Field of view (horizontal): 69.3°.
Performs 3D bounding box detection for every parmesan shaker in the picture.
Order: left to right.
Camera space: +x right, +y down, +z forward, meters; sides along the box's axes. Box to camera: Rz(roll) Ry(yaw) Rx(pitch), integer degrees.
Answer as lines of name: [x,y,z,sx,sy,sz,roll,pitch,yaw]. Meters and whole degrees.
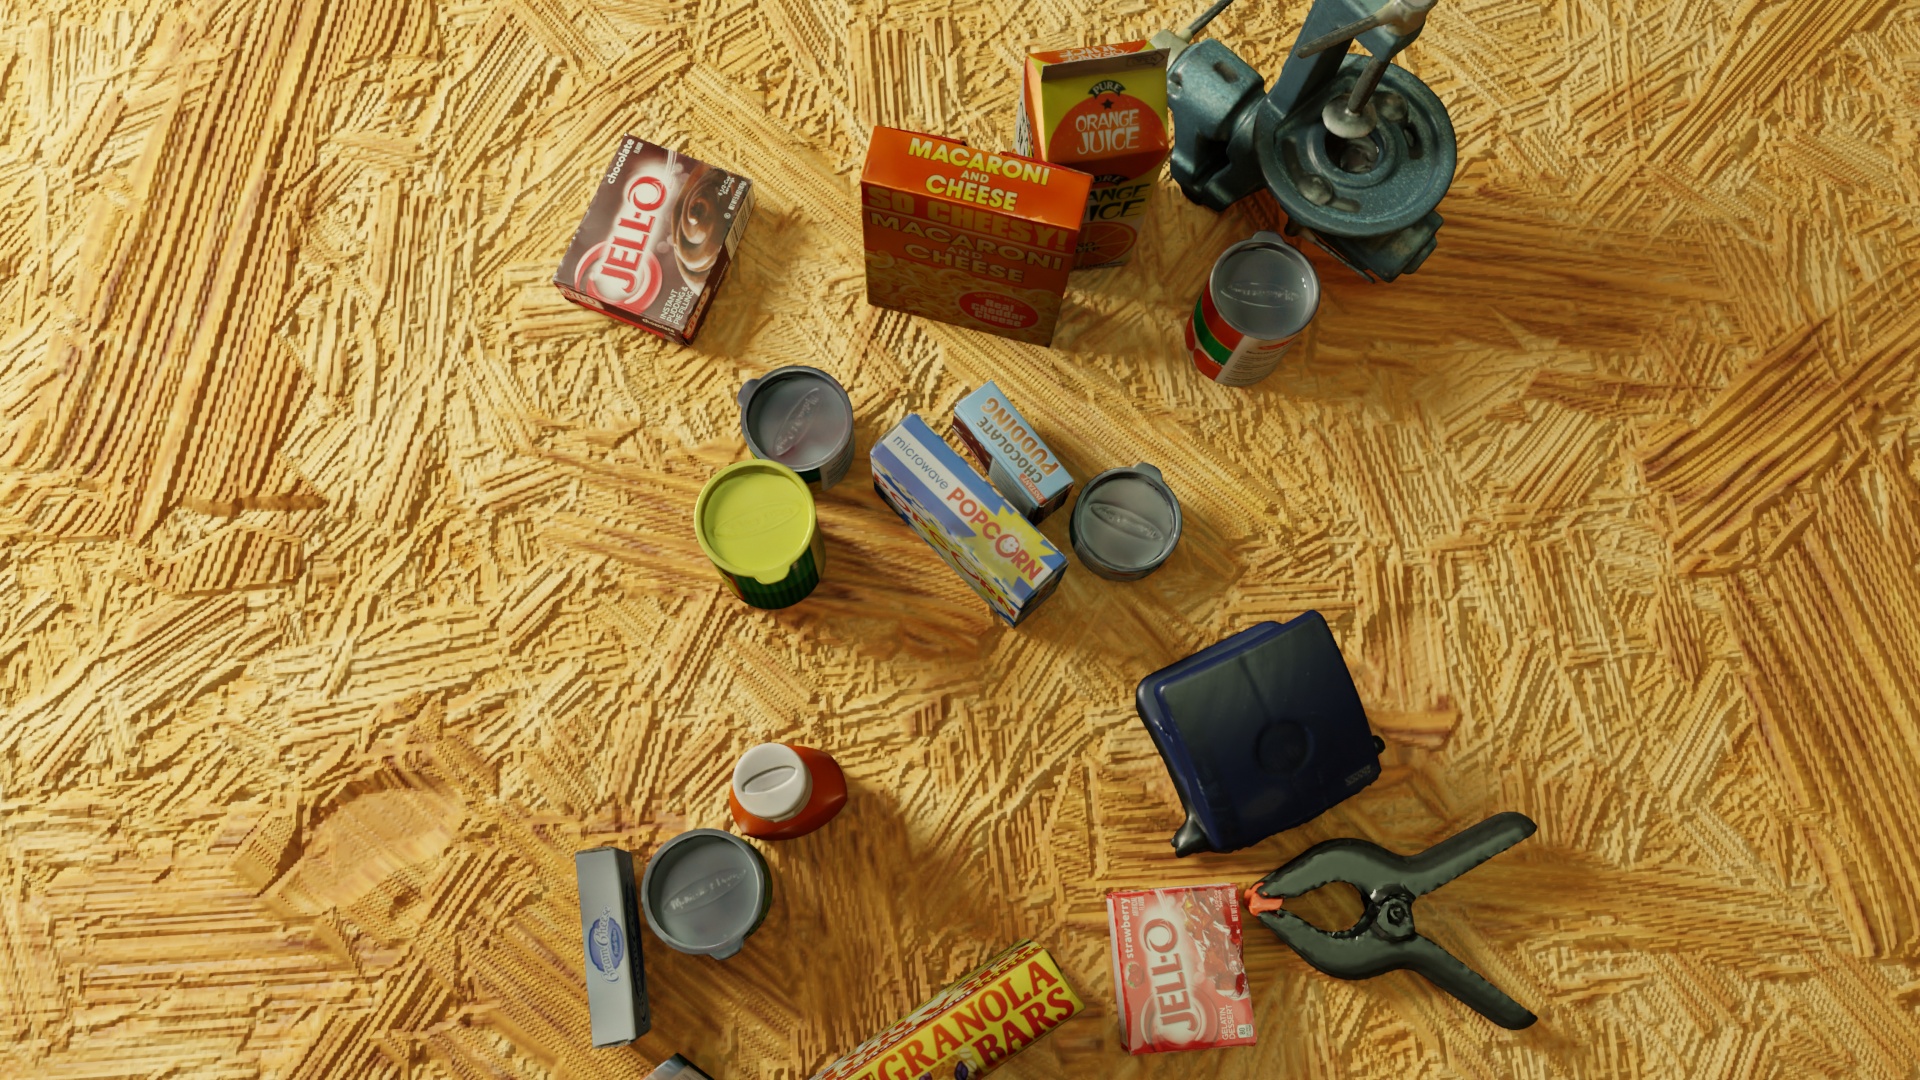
parmesan shaker: [-0.113,0.002,0.802,0.071,0.103,0.071,1,76,-2]

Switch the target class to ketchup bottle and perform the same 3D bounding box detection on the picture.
ketchup bottle: [-0.095,0.135,0.744,0.065,0.148,0.043,-21,78,-7]

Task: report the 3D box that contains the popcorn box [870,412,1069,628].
popcorn box: [0.003,-0.010,0.820,0.127,0.085,0.038,44,78,8]

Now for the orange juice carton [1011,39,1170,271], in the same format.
orange juice carton: [0.074,-0.232,0.825,0.072,0.192,0.073,-8,76,-4]

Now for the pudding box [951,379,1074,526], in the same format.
pudding box: [0.031,-0.053,0.850,0.030,0.049,0.084,-37,80,-10]

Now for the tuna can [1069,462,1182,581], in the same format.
tuna can: [0.101,-0.011,0.851,0.071,0.032,0.071,1,75,-2]

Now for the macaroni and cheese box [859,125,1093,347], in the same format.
macaroni and cheese box: [0.005,-0.176,0.821,0.124,0.166,0.040,13,76,1]

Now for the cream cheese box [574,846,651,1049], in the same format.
cream cheese box: [-0.191,0.223,0.766,0.024,0.053,0.104,-9,76,-5]

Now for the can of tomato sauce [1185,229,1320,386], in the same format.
can of tomato sauce: [0.179,-0.142,0.863,0.071,0.083,0.071,1,76,-2]

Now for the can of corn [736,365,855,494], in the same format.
can of corn: [-0.100,-0.067,0.844,0.071,0.058,0.071,1,76,-2]

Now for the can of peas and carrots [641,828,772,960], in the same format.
can of peas and carrots: [-0.138,0.197,0.773,0.071,0.058,0.071,1,76,-2]

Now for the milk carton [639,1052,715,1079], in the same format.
milk carton: [-0.146,0.311,0.675,0.073,0.190,0.072,34,77,6]

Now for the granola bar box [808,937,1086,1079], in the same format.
granola bar box: [-0.021,0.269,0.725,0.166,0.124,0.039,-31,79,-10]
